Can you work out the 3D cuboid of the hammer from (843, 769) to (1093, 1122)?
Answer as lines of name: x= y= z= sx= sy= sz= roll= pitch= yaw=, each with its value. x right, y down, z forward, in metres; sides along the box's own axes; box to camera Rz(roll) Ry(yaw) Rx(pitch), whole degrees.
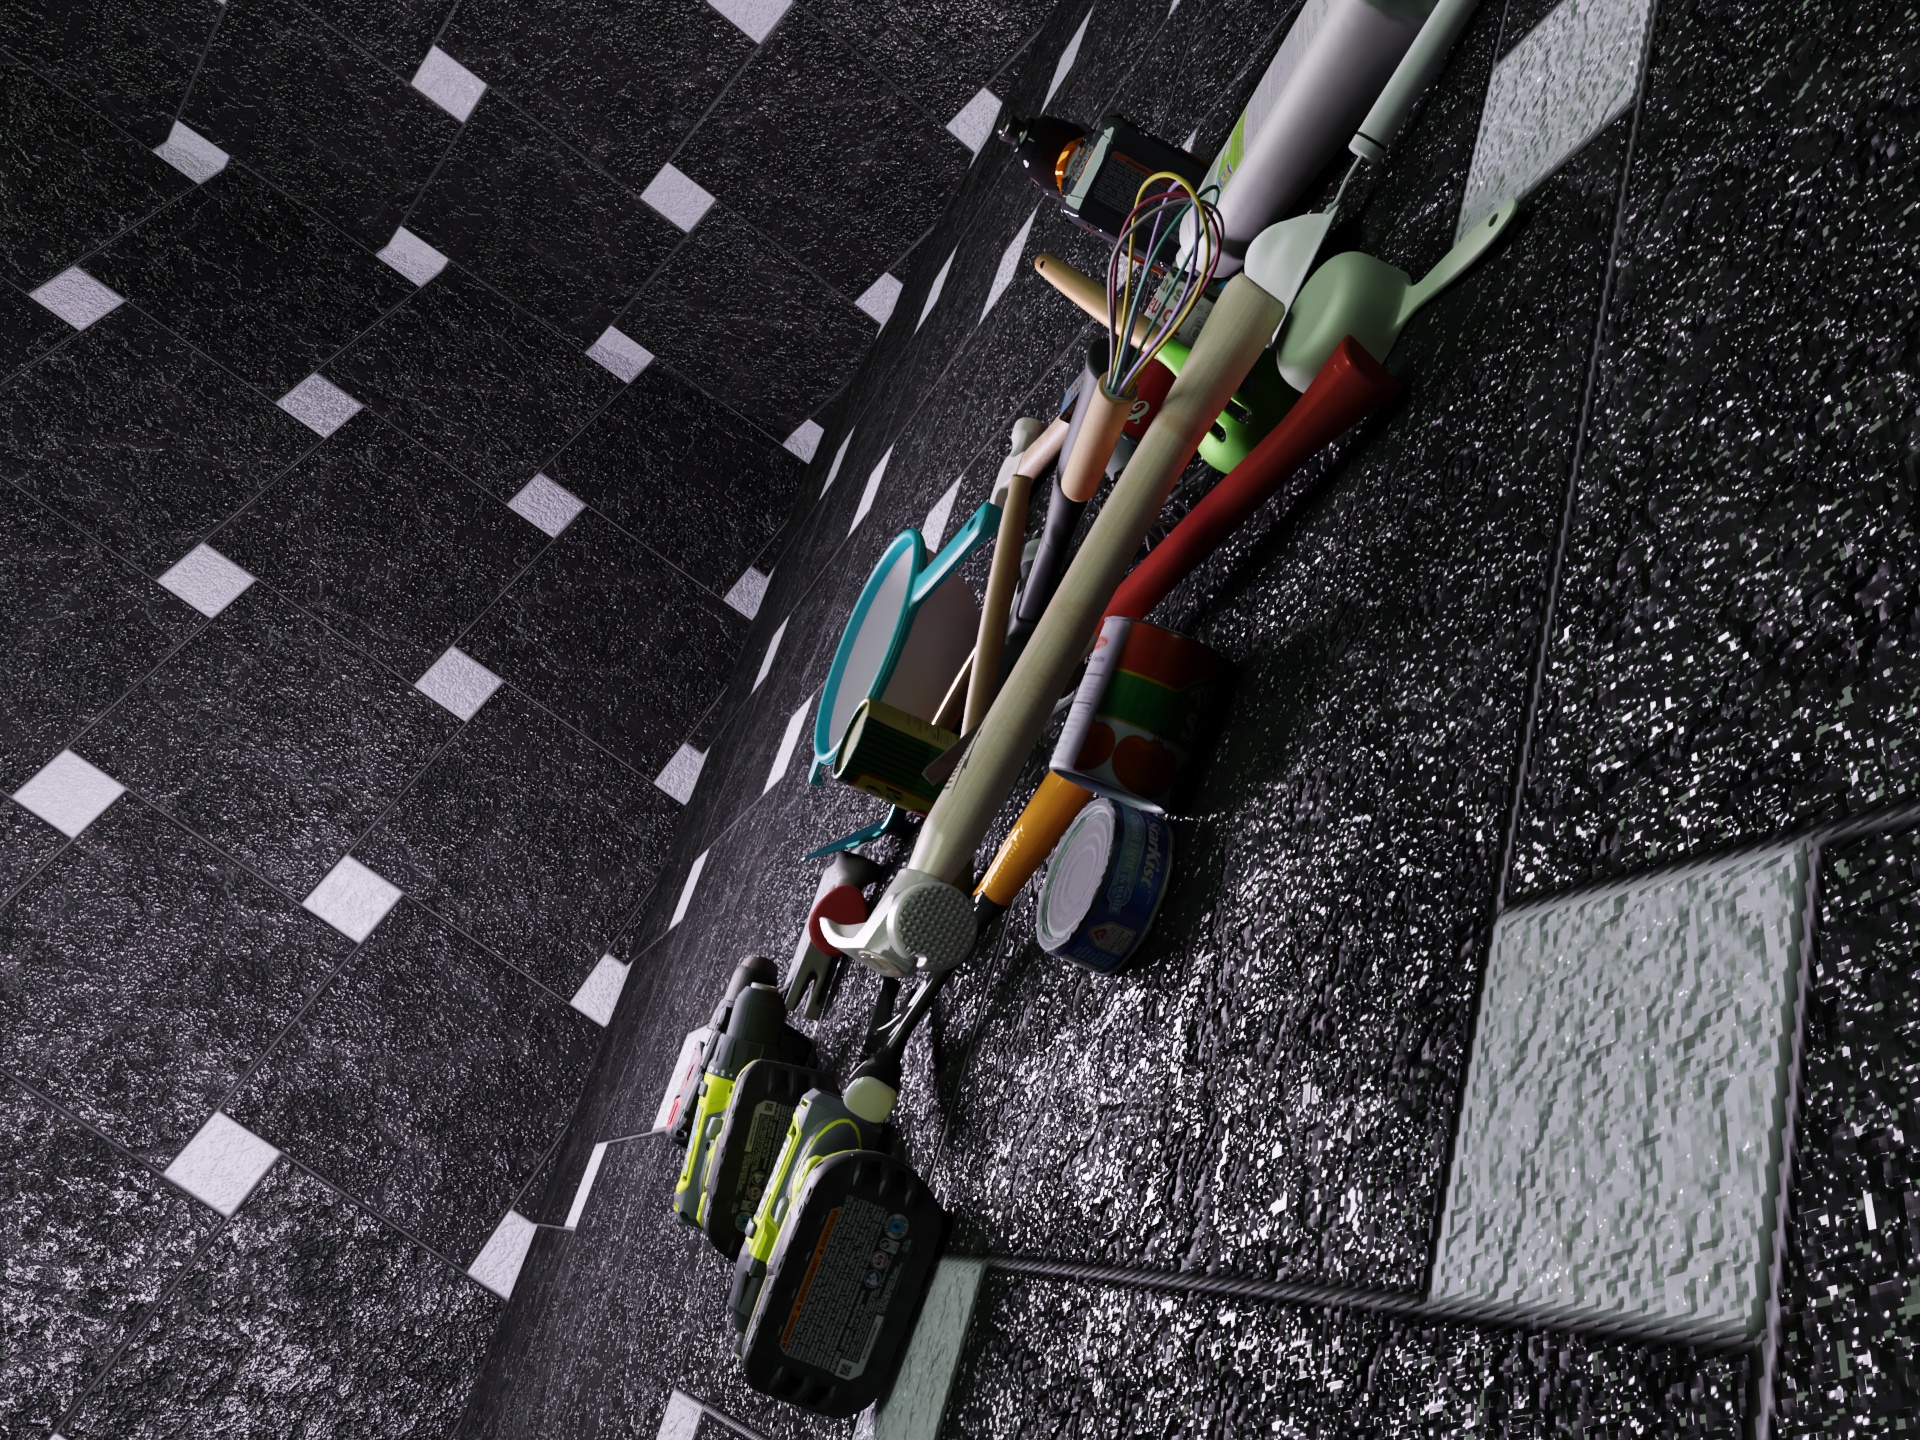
hammer: x=0.030 y=0.088 z=0.940 sx=0.336 sy=0.034 sz=0.127 roll=-57 pitch=6 yaw=26

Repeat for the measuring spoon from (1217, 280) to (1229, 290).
measuring spoon: x=0.155 y=-0.241 z=1.082 sx=0.042 sy=0.021 sz=0.128 roll=22 pitch=78 yaw=53

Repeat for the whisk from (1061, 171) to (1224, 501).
whisk: x=0.084 y=-0.185 z=0.802 sx=0.051 sy=0.047 sz=0.244 roll=-58 pitch=-5 yaw=-25

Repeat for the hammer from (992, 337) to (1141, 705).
hammer: x=0.064 y=-0.125 z=1.015 sx=0.334 sy=0.035 sz=0.146 roll=106 pitch=179 yaw=-65

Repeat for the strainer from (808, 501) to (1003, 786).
strainer: x=-0.015 y=-0.072 z=1.289 sx=0.340 sy=0.095 sz=0.211 roll=-42 pitch=30 yaw=56

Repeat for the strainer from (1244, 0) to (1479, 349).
strainer: x=0.222 y=-0.315 z=0.893 sx=0.258 sy=0.050 sz=0.087 roll=-58 pitch=1 yaw=19

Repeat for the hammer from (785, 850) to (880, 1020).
hammer: x=-0.097 y=0.164 z=1.169 sx=0.386 sy=0.038 sz=0.143 roll=127 pitch=164 yaw=-83

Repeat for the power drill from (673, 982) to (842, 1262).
power drill: x=-0.154 y=0.298 z=1.188 sx=0.228 sy=0.080 sz=0.190 roll=165 pitch=120 yaw=-72

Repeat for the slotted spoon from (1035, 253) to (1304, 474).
slotted spoon: x=0.111 y=-0.230 z=0.958 sx=0.070 sy=0.031 sz=0.314 roll=-62 pitch=34 yaw=20

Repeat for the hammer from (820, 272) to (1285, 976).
hammer: x=0.056 y=-0.057 z=0.801 sx=0.411 sy=0.038 sz=0.146 roll=-60 pitch=13 yaw=-17

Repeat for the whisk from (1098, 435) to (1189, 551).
whisk: x=0.113 y=-0.159 z=1.041 sx=0.055 sy=0.055 sz=0.239 roll=-62 pitch=9 yaw=19

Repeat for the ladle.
ladle: x=-0.002 y=-0.003 z=1.029 sx=0.078 sy=0.062 sz=0.320 roll=-75 pitch=-4 yaw=-73

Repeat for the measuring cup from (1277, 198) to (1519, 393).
measuring cup: x=0.205 y=-0.212 z=0.770 sx=0.167 sy=0.038 sz=0.083 roll=142 pitch=149 yaw=-68

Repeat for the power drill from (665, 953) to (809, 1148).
power drill: x=-0.198 y=0.298 z=1.419 sx=0.226 sy=0.080 sz=0.188 roll=146 pitch=146 yaw=-72

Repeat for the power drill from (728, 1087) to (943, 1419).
power drill: x=-0.086 y=0.318 z=0.943 sx=0.223 sy=0.080 sz=0.171 roll=153 pitch=140 yaw=-76

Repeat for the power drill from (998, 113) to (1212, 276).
power drill: x=0.113 y=-0.413 z=1.216 sx=0.084 sy=0.164 sz=0.227 roll=-62 pitch=16 yaw=18

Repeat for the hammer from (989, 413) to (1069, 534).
hammer: x=0.098 y=-0.249 z=1.280 sx=0.331 sy=0.031 sz=0.130 roll=-38 pitch=31 yaw=64

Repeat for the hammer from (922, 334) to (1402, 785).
hammer: x=0.104 y=-0.076 z=0.866 sx=0.149 sy=0.037 sz=0.359 roll=-44 pitch=-1 yaw=-41

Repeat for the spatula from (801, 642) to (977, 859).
spatula: x=-0.041 y=0.028 z=1.259 sx=0.082 sy=0.044 sz=0.317 roll=-23 pitch=-24 yaw=-38
